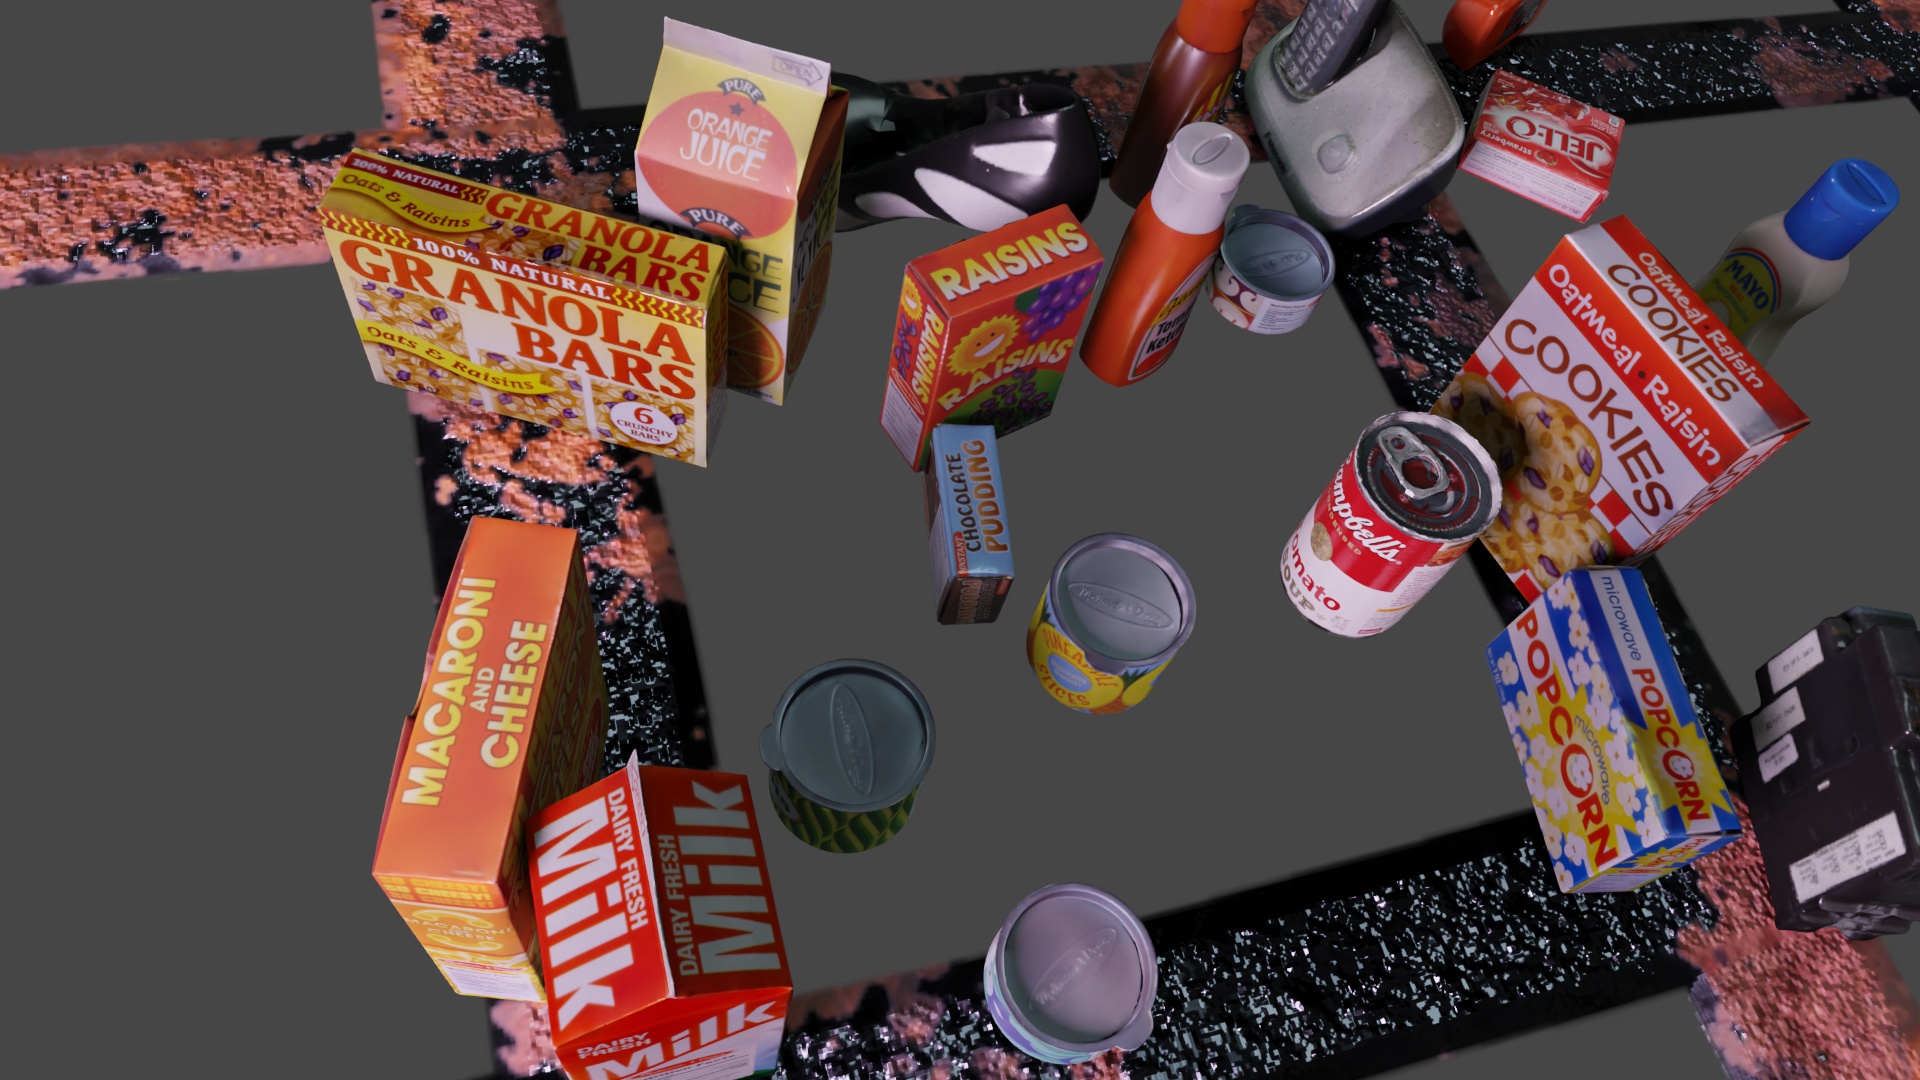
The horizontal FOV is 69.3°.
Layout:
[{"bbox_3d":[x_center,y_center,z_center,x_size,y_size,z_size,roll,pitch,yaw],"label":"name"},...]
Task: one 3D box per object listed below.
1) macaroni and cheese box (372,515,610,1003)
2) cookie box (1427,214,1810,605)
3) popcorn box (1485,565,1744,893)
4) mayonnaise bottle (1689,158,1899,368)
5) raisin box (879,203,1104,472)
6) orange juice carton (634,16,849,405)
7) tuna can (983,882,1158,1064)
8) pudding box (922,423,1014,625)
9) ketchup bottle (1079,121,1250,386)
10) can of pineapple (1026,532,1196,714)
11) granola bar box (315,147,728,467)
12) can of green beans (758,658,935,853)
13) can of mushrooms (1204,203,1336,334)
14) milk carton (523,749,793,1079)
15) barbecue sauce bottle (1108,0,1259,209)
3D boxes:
[{"bbox_3d":[-0.162,0.086,0.500,0.040,0.165,0.124,7,59,-6],"label":"macaroni and cheese box"},{"bbox_3d":[0.297,-0.052,0.660,0.040,0.166,0.123,-21,66,-20],"label":"cookie box"},{"bbox_3d":[0.289,0.086,0.627,0.038,0.084,0.127,-1,60,-11],"label":"popcorn box"},{"bbox_3d":[0.435,-0.140,0.748,0.041,0.147,0.065,-16,64,-18],"label":"mayonnaise bottle"},{"bbox_3d":[0.012,-0.094,0.660,0.086,0.122,0.040,-24,67,-22],"label":"raisin box"},{"bbox_3d":[-0.099,-0.152,0.634,0.072,0.191,0.073,18,59,1],"label":"orange juice carton"},{"bbox_3d":[0.046,0.177,0.561,0.071,0.032,0.071,4,60,-7],"label":"tuna can"},{"bbox_3d":[0.002,-0.008,0.651,0.030,0.049,0.084,-1,60,-11],"label":"pudding box"},{"bbox_3d":[0.102,-0.141,0.688,0.043,0.148,0.065,41,62,14],"label":"ketchup bottle"},{"bbox_3d":[0.066,0.040,0.630,0.071,0.057,0.071,4,60,-7],"label":"can of pineapple"},{"bbox_3d":[-0.189,-0.101,0.628,0.166,0.123,0.039,15,59,-1],"label":"granola bar box"},{"bbox_3d":[-0.047,0.091,0.580,0.071,0.057,0.071,4,60,-7],"label":"can of green beans"},{"bbox_3d":[0.171,-0.151,0.774,0.071,0.033,0.071,4,60,-7],"label":"can of mushrooms"},{"bbox_3d":[-0.100,0.137,0.467,0.073,0.189,0.072,-10,63,-15],"label":"milk carton"},{"bbox_3d":[0.124,-0.249,0.756,0.044,0.147,0.065,40,62,13],"label":"barbecue sauce bottle"}]
